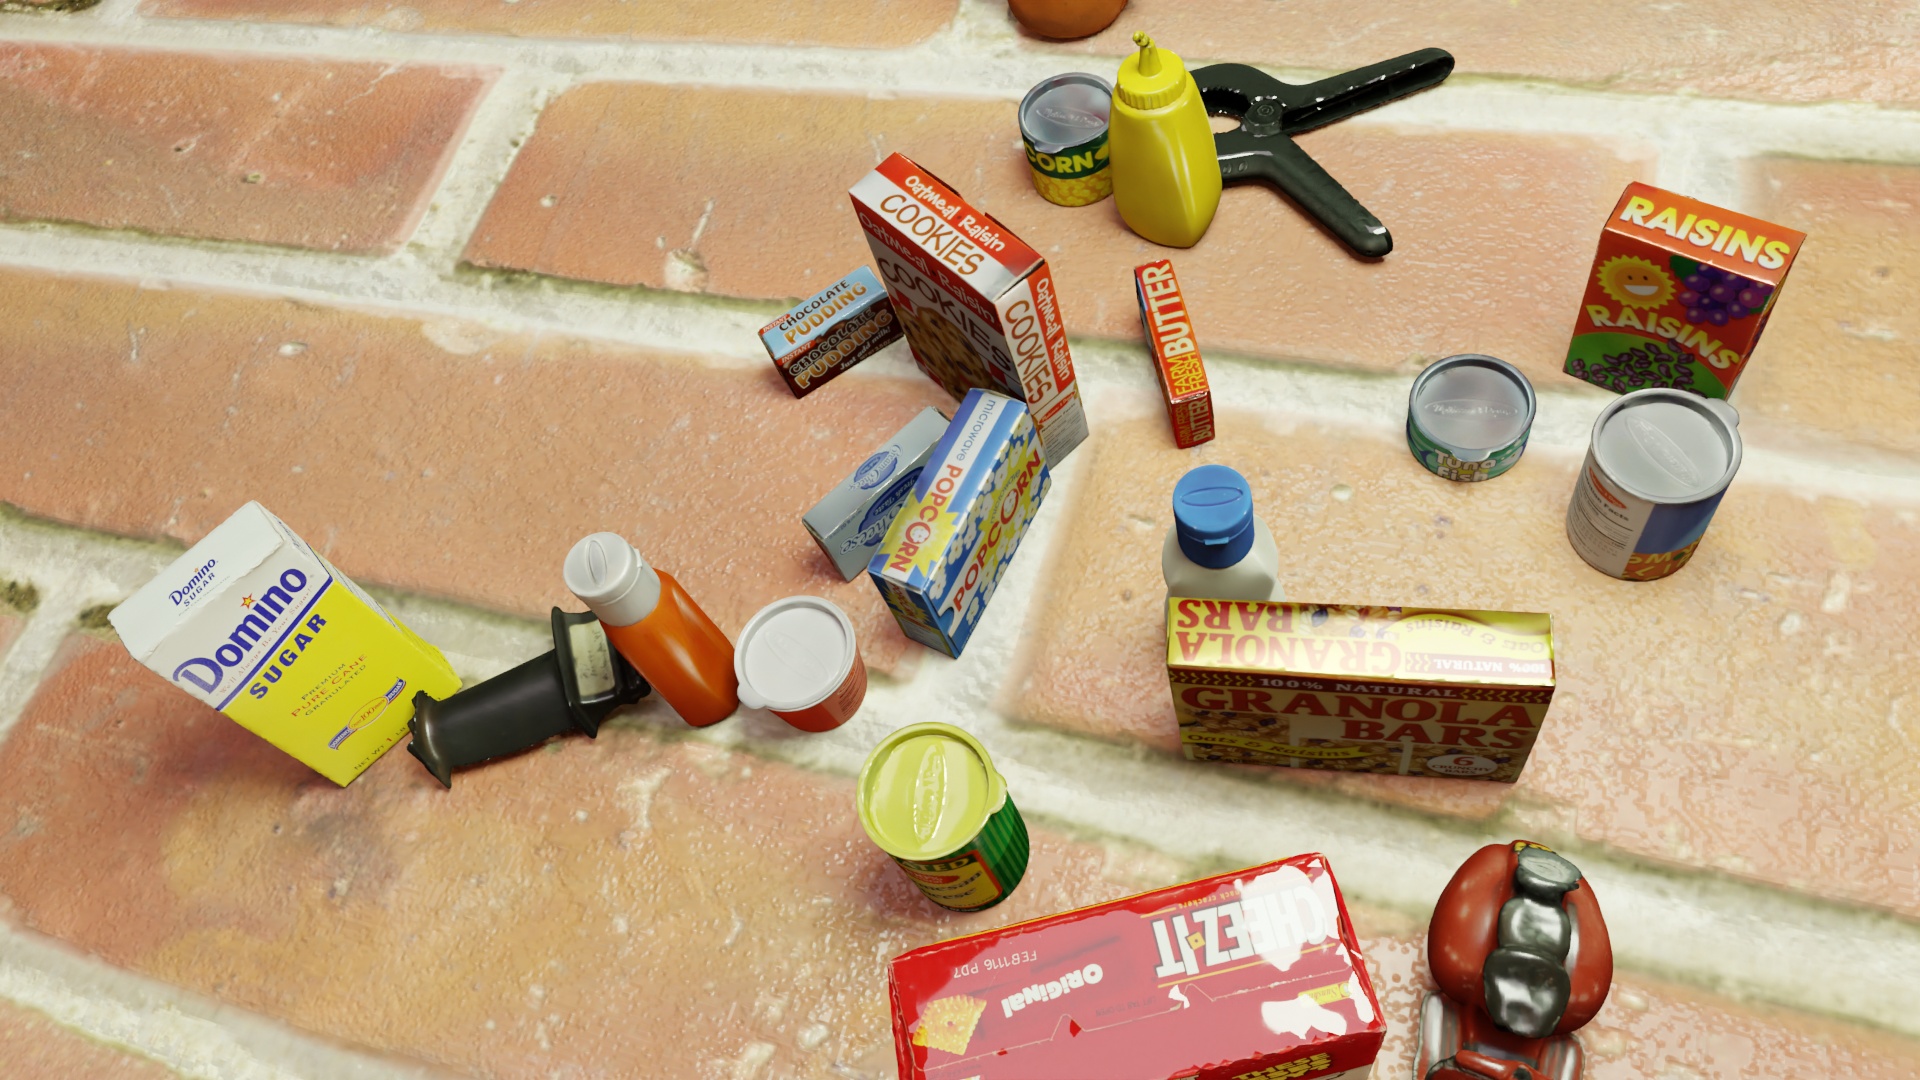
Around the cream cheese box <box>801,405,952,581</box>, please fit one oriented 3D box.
[{"bbox_3d":[-0.042,-0.027,0.813,0.104,0.053,0.024,-42,60,-12],"label":"cream cheese box"}]

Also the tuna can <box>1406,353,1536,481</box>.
[{"bbox_3d":[0.282,-0.066,0.769,0.071,0.032,0.071,-6,60,10],"label":"tuna can"}]

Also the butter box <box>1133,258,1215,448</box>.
[{"bbox_3d":[0.126,-0.111,0.820,0.024,0.053,0.104,-14,59,6],"label":"butter box"}]

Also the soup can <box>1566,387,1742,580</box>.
[{"bbox_3d":[0.350,-0.028,0.701,0.071,0.083,0.071,-6,60,10],"label":"soup can"}]

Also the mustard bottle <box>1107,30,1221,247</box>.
[{"bbox_3d":[0.120,-0.245,0.836,0.065,0.159,0.049,24,70,24],"label":"mustard bottle"}]

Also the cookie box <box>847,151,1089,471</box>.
[{"bbox_3d":[0.009,-0.127,0.791,0.040,0.166,0.123,-42,60,-11],"label":"cookie box"}]

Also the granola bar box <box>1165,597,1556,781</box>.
[{"bbox_3d":[0.185,0.073,0.660,0.165,0.123,0.039,2,62,15],"label":"granola bar box"}]

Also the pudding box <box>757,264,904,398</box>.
[{"bbox_3d":[-0.082,-0.133,0.885,0.084,0.049,0.030,-32,59,-6],"label":"pudding box"}]

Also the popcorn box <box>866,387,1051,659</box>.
[{"bbox_3d":[0.003,-0.010,0.774,0.038,0.085,0.127,20,67,23],"label":"popcorn box"}]

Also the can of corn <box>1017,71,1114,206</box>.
[{"bbox_3d":[0.074,-0.262,0.916,0.071,0.058,0.071,-6,60,10],"label":"can of corn"}]

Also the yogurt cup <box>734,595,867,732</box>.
[{"bbox_3d":[-0.084,0.071,0.767,0.072,0.053,0.073,-6,60,10],"label":"yogurt cup"}]

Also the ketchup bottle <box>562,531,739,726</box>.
[{"bbox_3d":[-0.163,0.045,0.745,0.043,0.148,0.065,-22,59,1],"label":"ketchup bottle"}]

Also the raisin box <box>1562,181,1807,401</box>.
[{"bbox_3d":[0.373,-0.122,0.726,0.086,0.123,0.040,29,72,26],"label":"raisin box"}]

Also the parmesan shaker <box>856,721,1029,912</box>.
[{"bbox_3d":[-0.003,0.139,0.680,0.071,0.102,0.071,-6,60,10],"label":"parmesan shaker"}]

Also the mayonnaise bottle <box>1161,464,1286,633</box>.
[{"bbox_3d":[0.130,0.015,0.692,0.065,0.147,0.041,-6,60,11],"label":"mayonnaise bottle"}]
